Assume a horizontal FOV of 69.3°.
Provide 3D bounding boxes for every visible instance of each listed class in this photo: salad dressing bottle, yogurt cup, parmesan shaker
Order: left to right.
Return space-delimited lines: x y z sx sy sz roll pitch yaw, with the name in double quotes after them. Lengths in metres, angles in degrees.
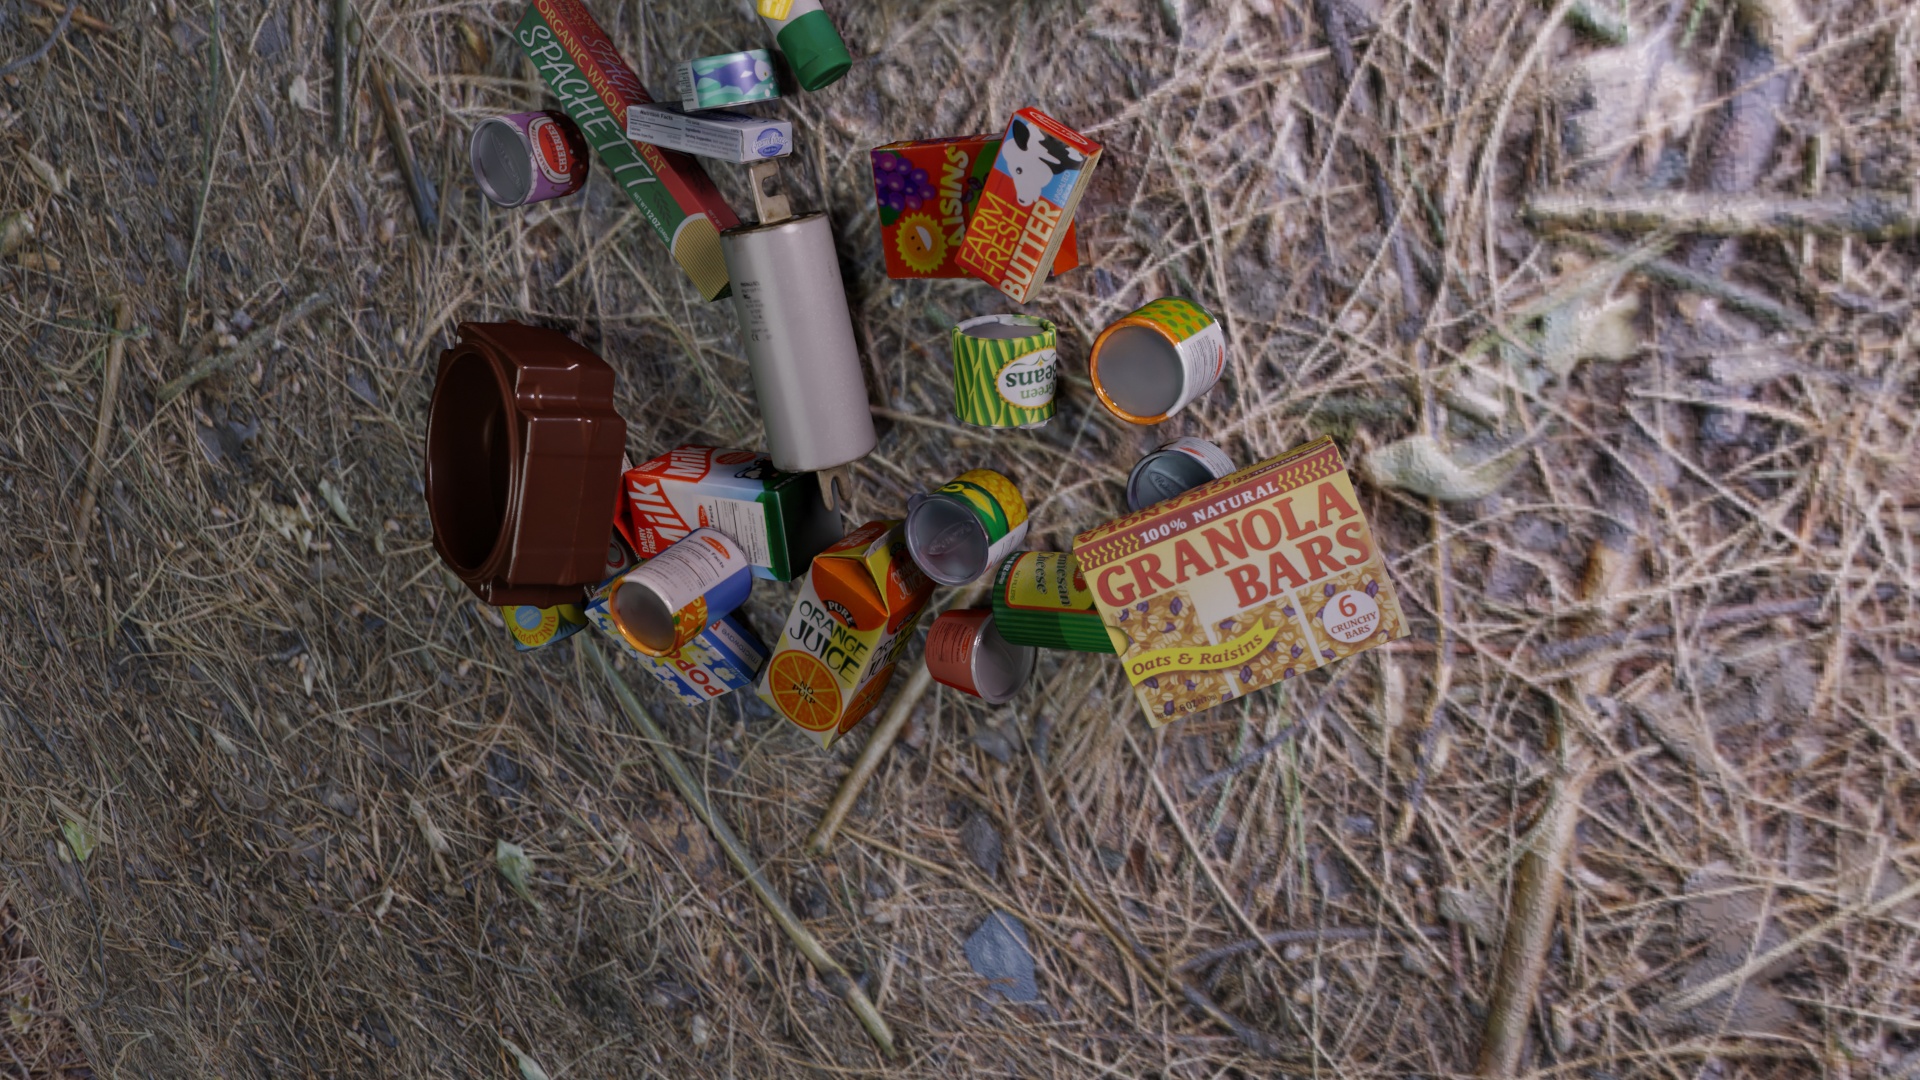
-0.120 -0.360 0.883 0.064 0.044 0.147 -28 95 29 "salad dressing bottle"
0.012 0.079 0.986 0.054 0.073 0.072 6 114 40 "yogurt cup"
0.079 0.043 0.918 0.103 0.071 0.071 2 112 33 "parmesan shaker"

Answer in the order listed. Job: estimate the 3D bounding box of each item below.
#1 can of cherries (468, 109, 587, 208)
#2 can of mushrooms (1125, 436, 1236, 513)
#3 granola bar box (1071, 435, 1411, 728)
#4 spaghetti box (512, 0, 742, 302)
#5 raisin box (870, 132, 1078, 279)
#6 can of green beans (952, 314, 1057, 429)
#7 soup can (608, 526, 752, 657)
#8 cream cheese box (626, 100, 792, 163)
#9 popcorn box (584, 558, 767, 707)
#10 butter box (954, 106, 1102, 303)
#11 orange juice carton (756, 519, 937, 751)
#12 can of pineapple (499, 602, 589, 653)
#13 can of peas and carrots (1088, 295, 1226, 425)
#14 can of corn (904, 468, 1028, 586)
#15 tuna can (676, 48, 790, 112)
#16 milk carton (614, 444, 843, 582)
-0.322 -0.287 1.042 0.071 0.059 0.071 14 117 29 "can of cherries"
0.139 -0.029 0.871 0.071 0.033 0.070 14 118 27 "can of mushrooms"
0.166 0.026 0.829 0.165 0.039 0.124 -23 100 12 "granola bar box"
-0.233 -0.286 1.003 0.050 0.029 0.250 -37 89 38 "spaghetti box"
0.008 -0.210 0.871 0.123 0.040 0.085 5 115 30 "raisin box"
0.028 -0.109 0.887 0.071 0.071 0.057 12 117 29 "can of green beans"
-0.202 0.039 1.003 0.071 0.084 0.071 15 122 26 "soup can"
-0.172 -0.280 0.949 0.104 0.053 0.024 18 119 26 "cream cheese box"
-0.231 0.075 1.133 0.085 0.038 0.126 -23 120 38 "popcorn box"
0.038 -0.195 0.816 0.053 0.024 0.103 35 126 14 "butter box"
-0.078 0.058 1.029 0.073 0.072 0.191 36 127 14 "orange juice carton"
-0.370 0.059 1.225 0.071 0.071 0.057 -9 106 36 "can of pineapple"
0.116 -0.108 0.834 0.071 0.059 0.070 14 118 28 "can of peas and carrots"
0.003 -0.012 0.952 0.071 0.058 0.070 14 118 28 "can of corn"
-0.150 -0.304 0.917 0.071 0.071 0.032 4 113 32 "tuna can"
-0.189 -0.026 1.065 0.190 0.073 0.073 8 115 30 "milk carton"
